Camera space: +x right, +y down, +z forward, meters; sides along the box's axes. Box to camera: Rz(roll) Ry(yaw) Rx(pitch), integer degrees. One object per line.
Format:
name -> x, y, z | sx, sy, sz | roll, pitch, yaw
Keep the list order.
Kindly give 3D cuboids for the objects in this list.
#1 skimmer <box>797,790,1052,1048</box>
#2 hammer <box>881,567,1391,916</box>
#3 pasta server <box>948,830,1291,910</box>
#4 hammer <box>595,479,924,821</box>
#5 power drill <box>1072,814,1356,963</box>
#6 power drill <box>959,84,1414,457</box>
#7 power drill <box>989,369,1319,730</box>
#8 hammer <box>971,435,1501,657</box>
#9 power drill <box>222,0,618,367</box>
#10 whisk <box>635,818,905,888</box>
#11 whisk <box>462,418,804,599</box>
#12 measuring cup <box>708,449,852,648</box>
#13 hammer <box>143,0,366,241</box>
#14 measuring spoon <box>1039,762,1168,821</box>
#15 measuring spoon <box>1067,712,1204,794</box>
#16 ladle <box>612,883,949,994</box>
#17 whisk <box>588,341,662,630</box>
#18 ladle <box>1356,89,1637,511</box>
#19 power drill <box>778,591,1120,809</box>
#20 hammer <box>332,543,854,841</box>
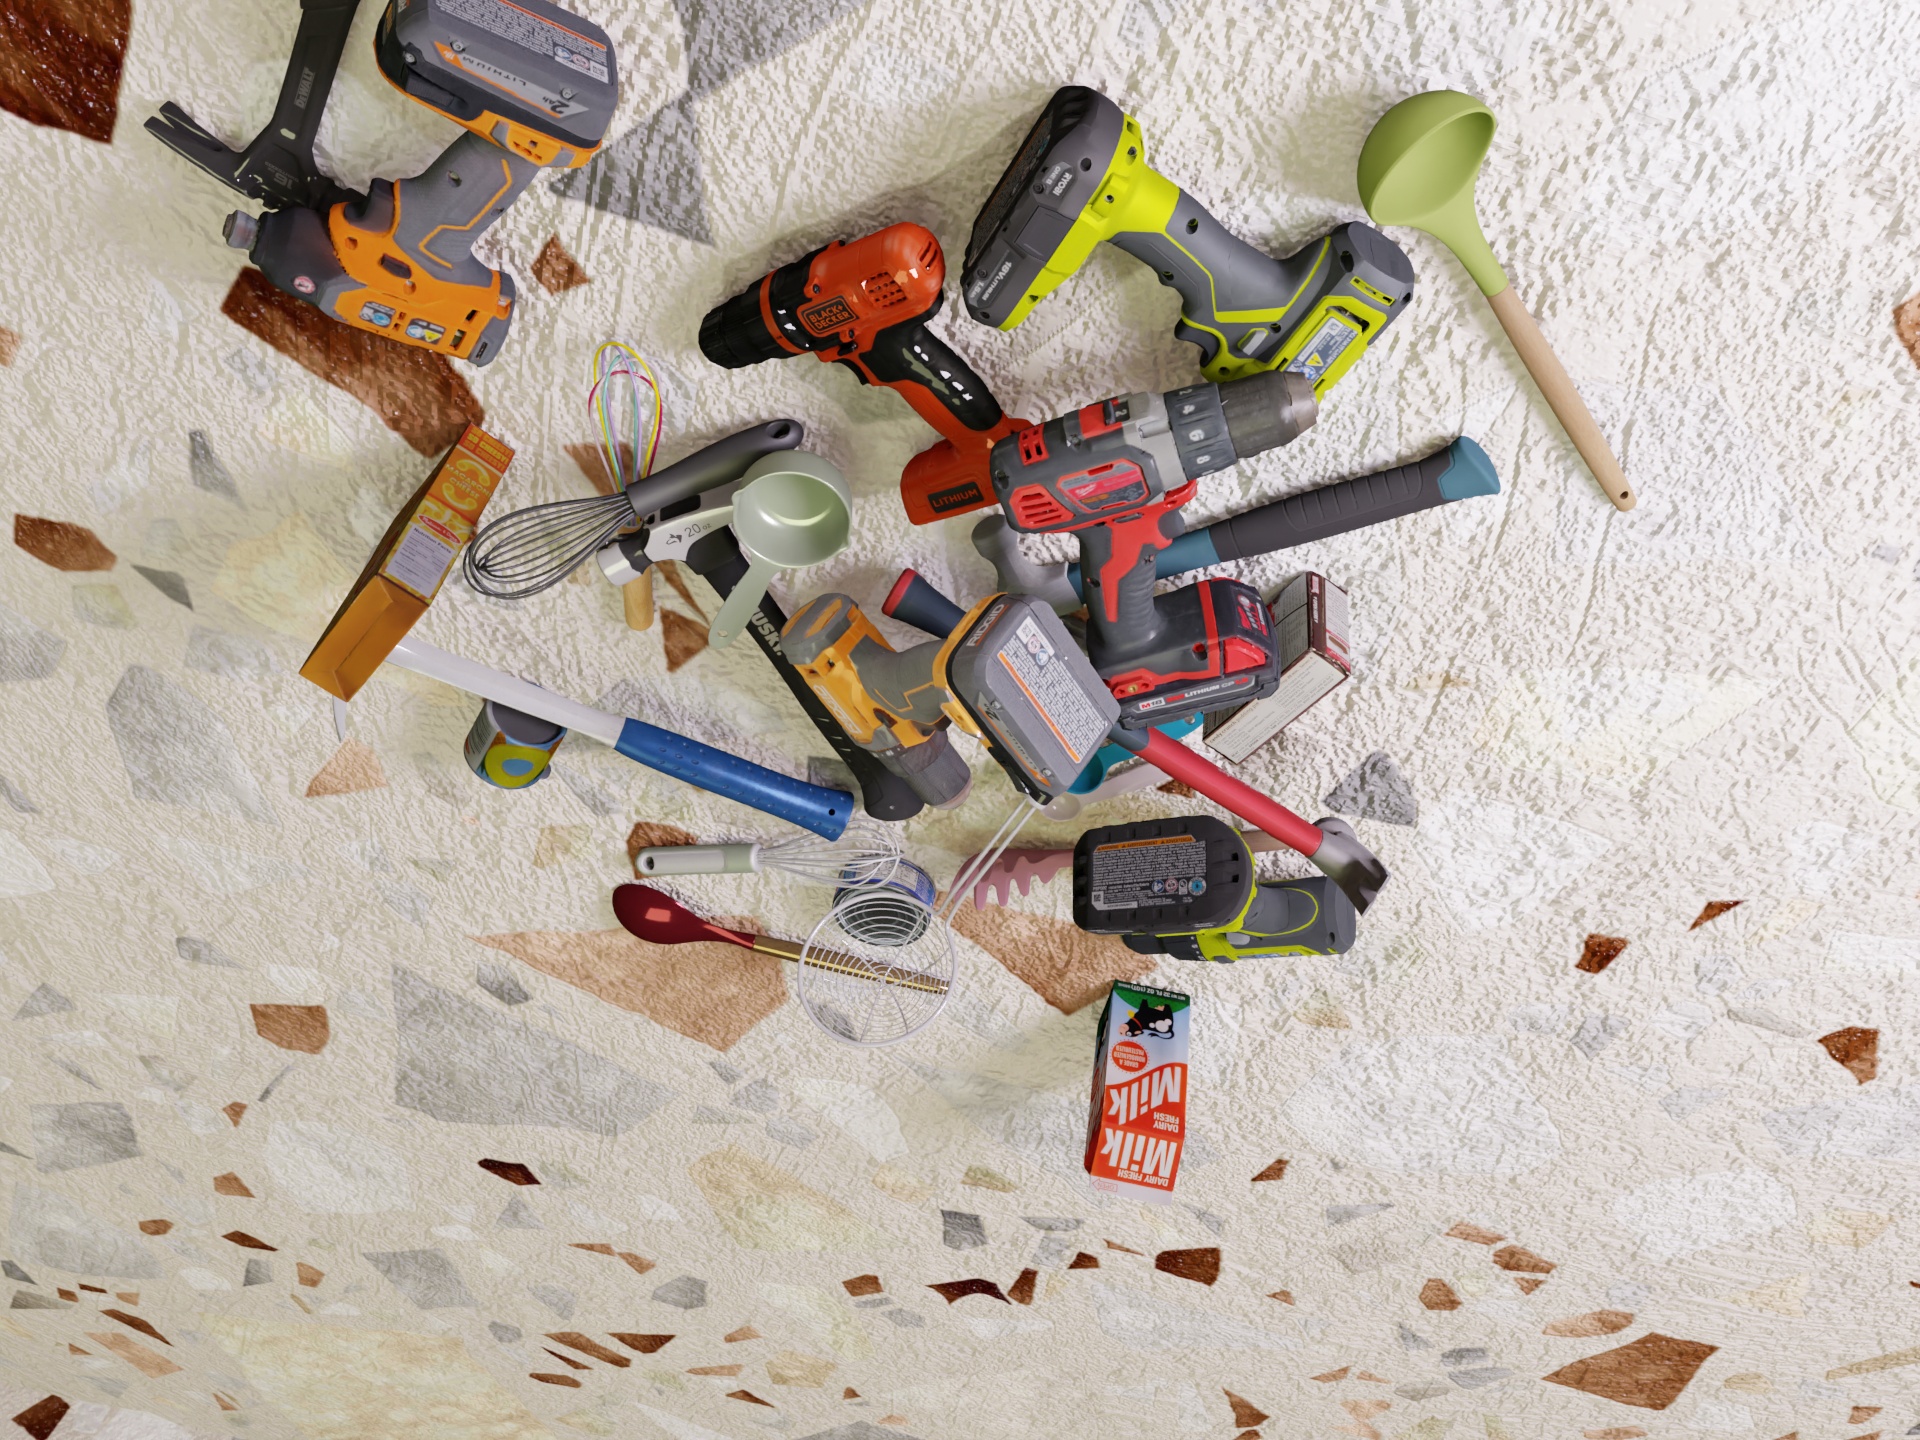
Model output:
skimmer -> 0.006, 0.102, 1.203 | 0.090, 0.127, 0.363 | 0, 134, -51
hammer -> 0.118, 0.011, 1.086 | 0.386, 0.143, 0.038 | 31, 100, -4
pasta server -> 0.144, 0.112, 1.268 | 0.316, 0.040, 0.060 | -7, 153, 15
hammer -> -0.111, -0.038, 1.161 | 0.146, 0.035, 0.334 | -25, 130, 11
power drill -> 0.177, 0.141, 1.216 | 0.190, 0.080, 0.228 | -9, 159, 30
power drill -> 0.119, -0.242, 0.910 | 0.223, 0.080, 0.171 | 25, 134, -17
power drill -> 0.137, -0.107, 0.964 | 0.188, 0.080, 0.226 | -15, 136, 13
hammer -> 0.180, -0.120, 1.042 | 0.331, 0.033, 0.128 | -15, 128, 23
power drill -> -0.306, -0.307, 0.896 | 0.164, 0.084, 0.226 | 13, 140, -34
whisk -> -0.162, 0.114, 1.322 | 0.246, 0.059, 0.058 | -4, 94, 19
whisk -> -0.211, -0.141, 1.036 | 0.239, 0.055, 0.055 | -25, 129, -2
measuring cup -> -0.128, -0.111, 1.050 | 0.083, 0.038, 0.167 | 22, 132, -19
hammer -> -0.340, -0.417, 0.857 | 0.127, 0.034, 0.336 | 28, 132, -17
measuring spoon -> 0.118, 0.047, 1.230 | 0.124, 0.018, 0.034 | -21, 127, 19
measuring spoon -> 0.128, 0.016, 1.198 | 0.128, 0.021, 0.042 | -25, 104, 19
ladle -> -0.160, 0.204, 1.421 | 0.315, 0.031, 0.069 | 14, 135, -6
whisk -> -0.223, -0.151, 1.083 | 0.047, 0.051, 0.244 | 5, 137, -2
ladle -> 0.322, -0.223, 0.905 | 0.078, 0.062, 0.319 | -36, 123, 15
power drill -> -0.002, -0.003, 1.054 | 0.226, 0.084, 0.185 | 3, 138, 50
hammer -> -0.272, 0.011, 1.208 | 0.405, 0.144, 0.035 | 23, 167, -19
